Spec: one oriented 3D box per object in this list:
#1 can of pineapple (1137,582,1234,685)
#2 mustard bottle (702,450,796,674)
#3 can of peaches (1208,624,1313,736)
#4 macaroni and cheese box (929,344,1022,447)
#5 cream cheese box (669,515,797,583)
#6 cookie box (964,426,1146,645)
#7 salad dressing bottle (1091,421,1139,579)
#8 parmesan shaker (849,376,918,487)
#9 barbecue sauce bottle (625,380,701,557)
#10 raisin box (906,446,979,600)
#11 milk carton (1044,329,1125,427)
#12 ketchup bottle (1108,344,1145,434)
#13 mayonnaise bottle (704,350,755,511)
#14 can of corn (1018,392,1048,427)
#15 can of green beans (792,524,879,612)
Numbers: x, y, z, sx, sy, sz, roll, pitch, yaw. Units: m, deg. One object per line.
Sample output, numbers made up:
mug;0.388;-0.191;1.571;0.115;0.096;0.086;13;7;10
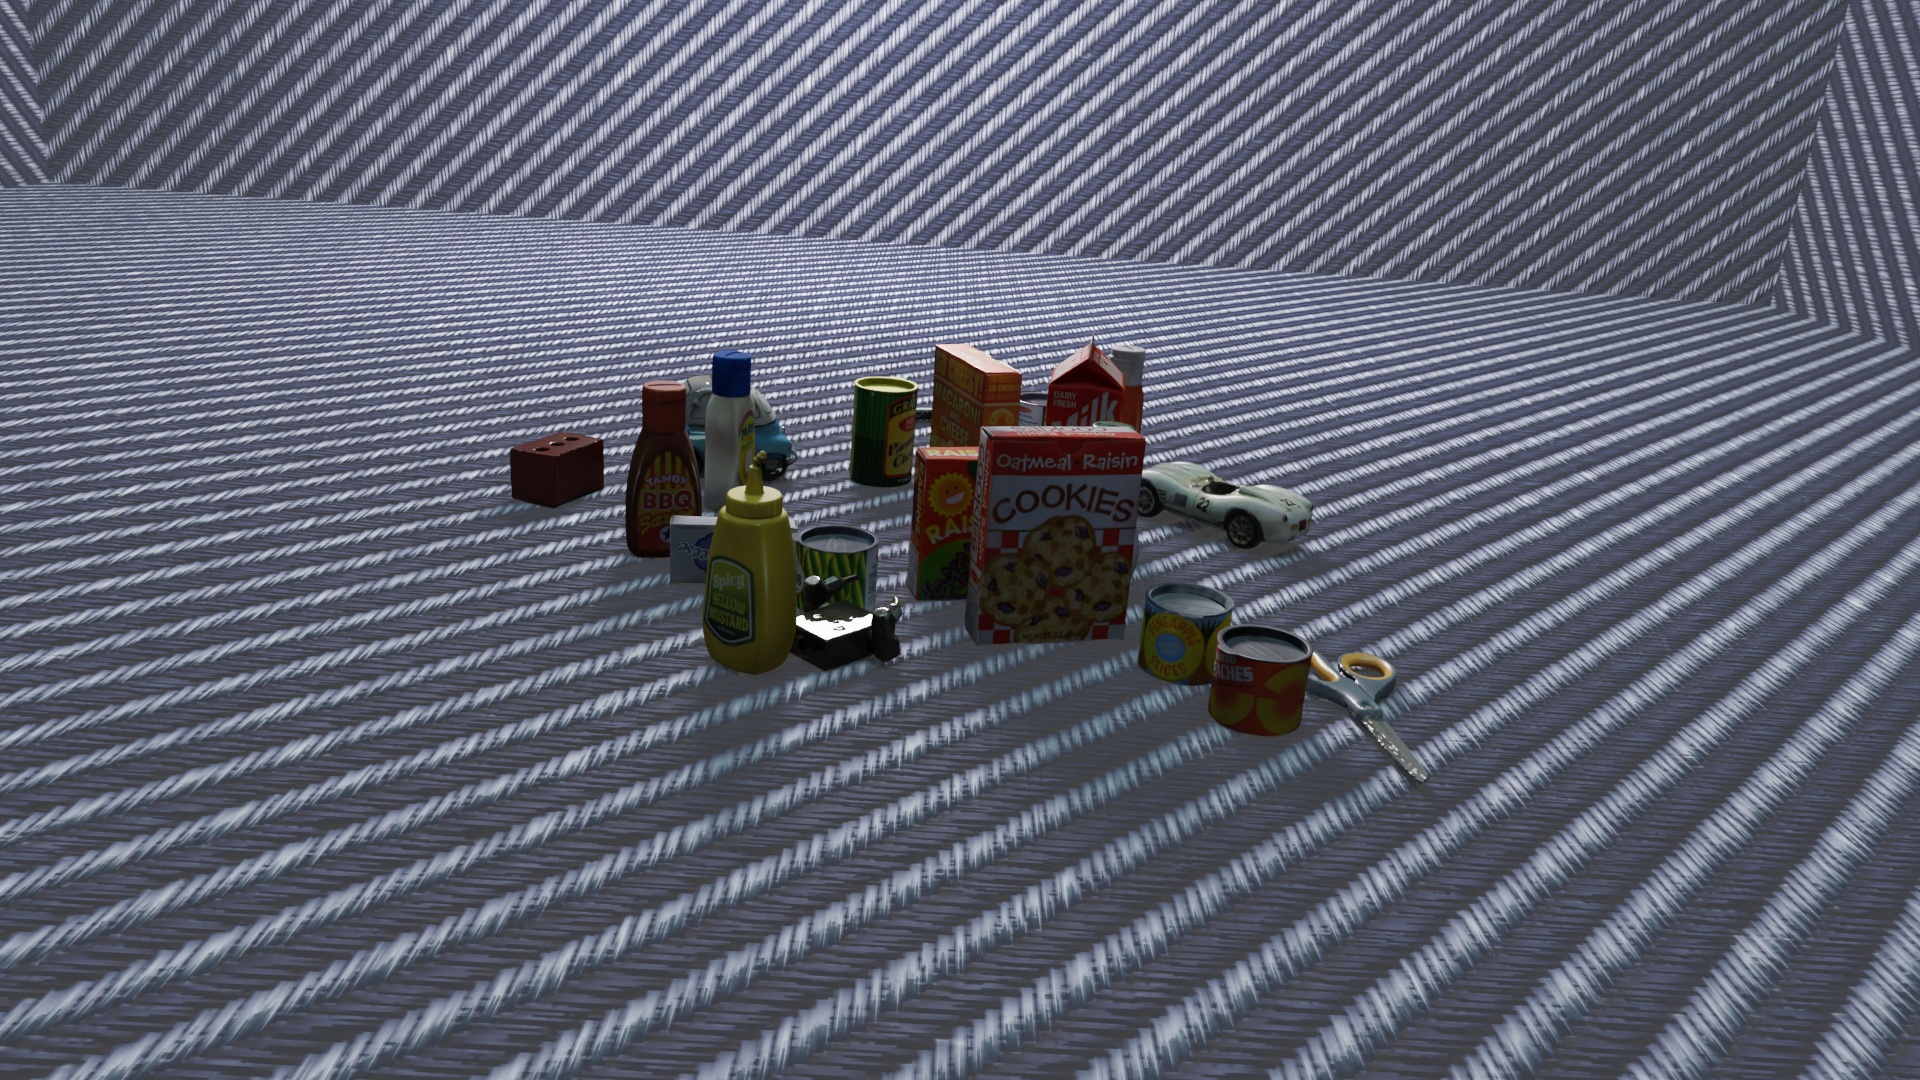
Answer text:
can of pineapple;0.168;0.070;1.045;0.071;0.057;0.071;4;19;-1
mustard bottle;-0.149;0.013;0.984;0.065;0.159;0.049;15;22;29
can of peaches;0.208;0.098;0.974;0.071;0.057;0.071;4;19;-1
macaroni and cheese box;0.011;-0.091;1.305;0.040;0.165;0.124;-4;21;-23
cream cheese box;-0.187;0.009;1.149;0.104;0.053;0.024;1;19;-8
cookie box;0.072;-0.004;1.070;0.123;0.166;0.040;-1;20;-16
salad dressing bottle;0.122;-0.025;1.172;0.064;0.147;0.044;12;20;21
parmesan shaker;-0.079;-0.114;1.445;0.071;0.102;0.071;4;19;-1
barbecue sauce bottle;-0.254;-0.061;1.190;0.065;0.148;0.044;-3;20;-22
raisin box;0.004;-0.014;1.151;0.086;0.123;0.040;0;19;-14
milk carton;0.116;-0.101;1.319;0.073;0.189;0.072;6;19;5
ketchup bottle;0.171;-0.133;1.487;0.043;0.148;0.065;0;19;-12
mayonnaise bottle;-0.219;-0.105;1.322;0.041;0.147;0.065;9;19;12
can of corn;0.097;-0.137;1.618;0.071;0.058;0.071;4;19;-1
can of green beans;-0.100;0.025;1.116;0.071;0.057;0.071;4;19;-1
